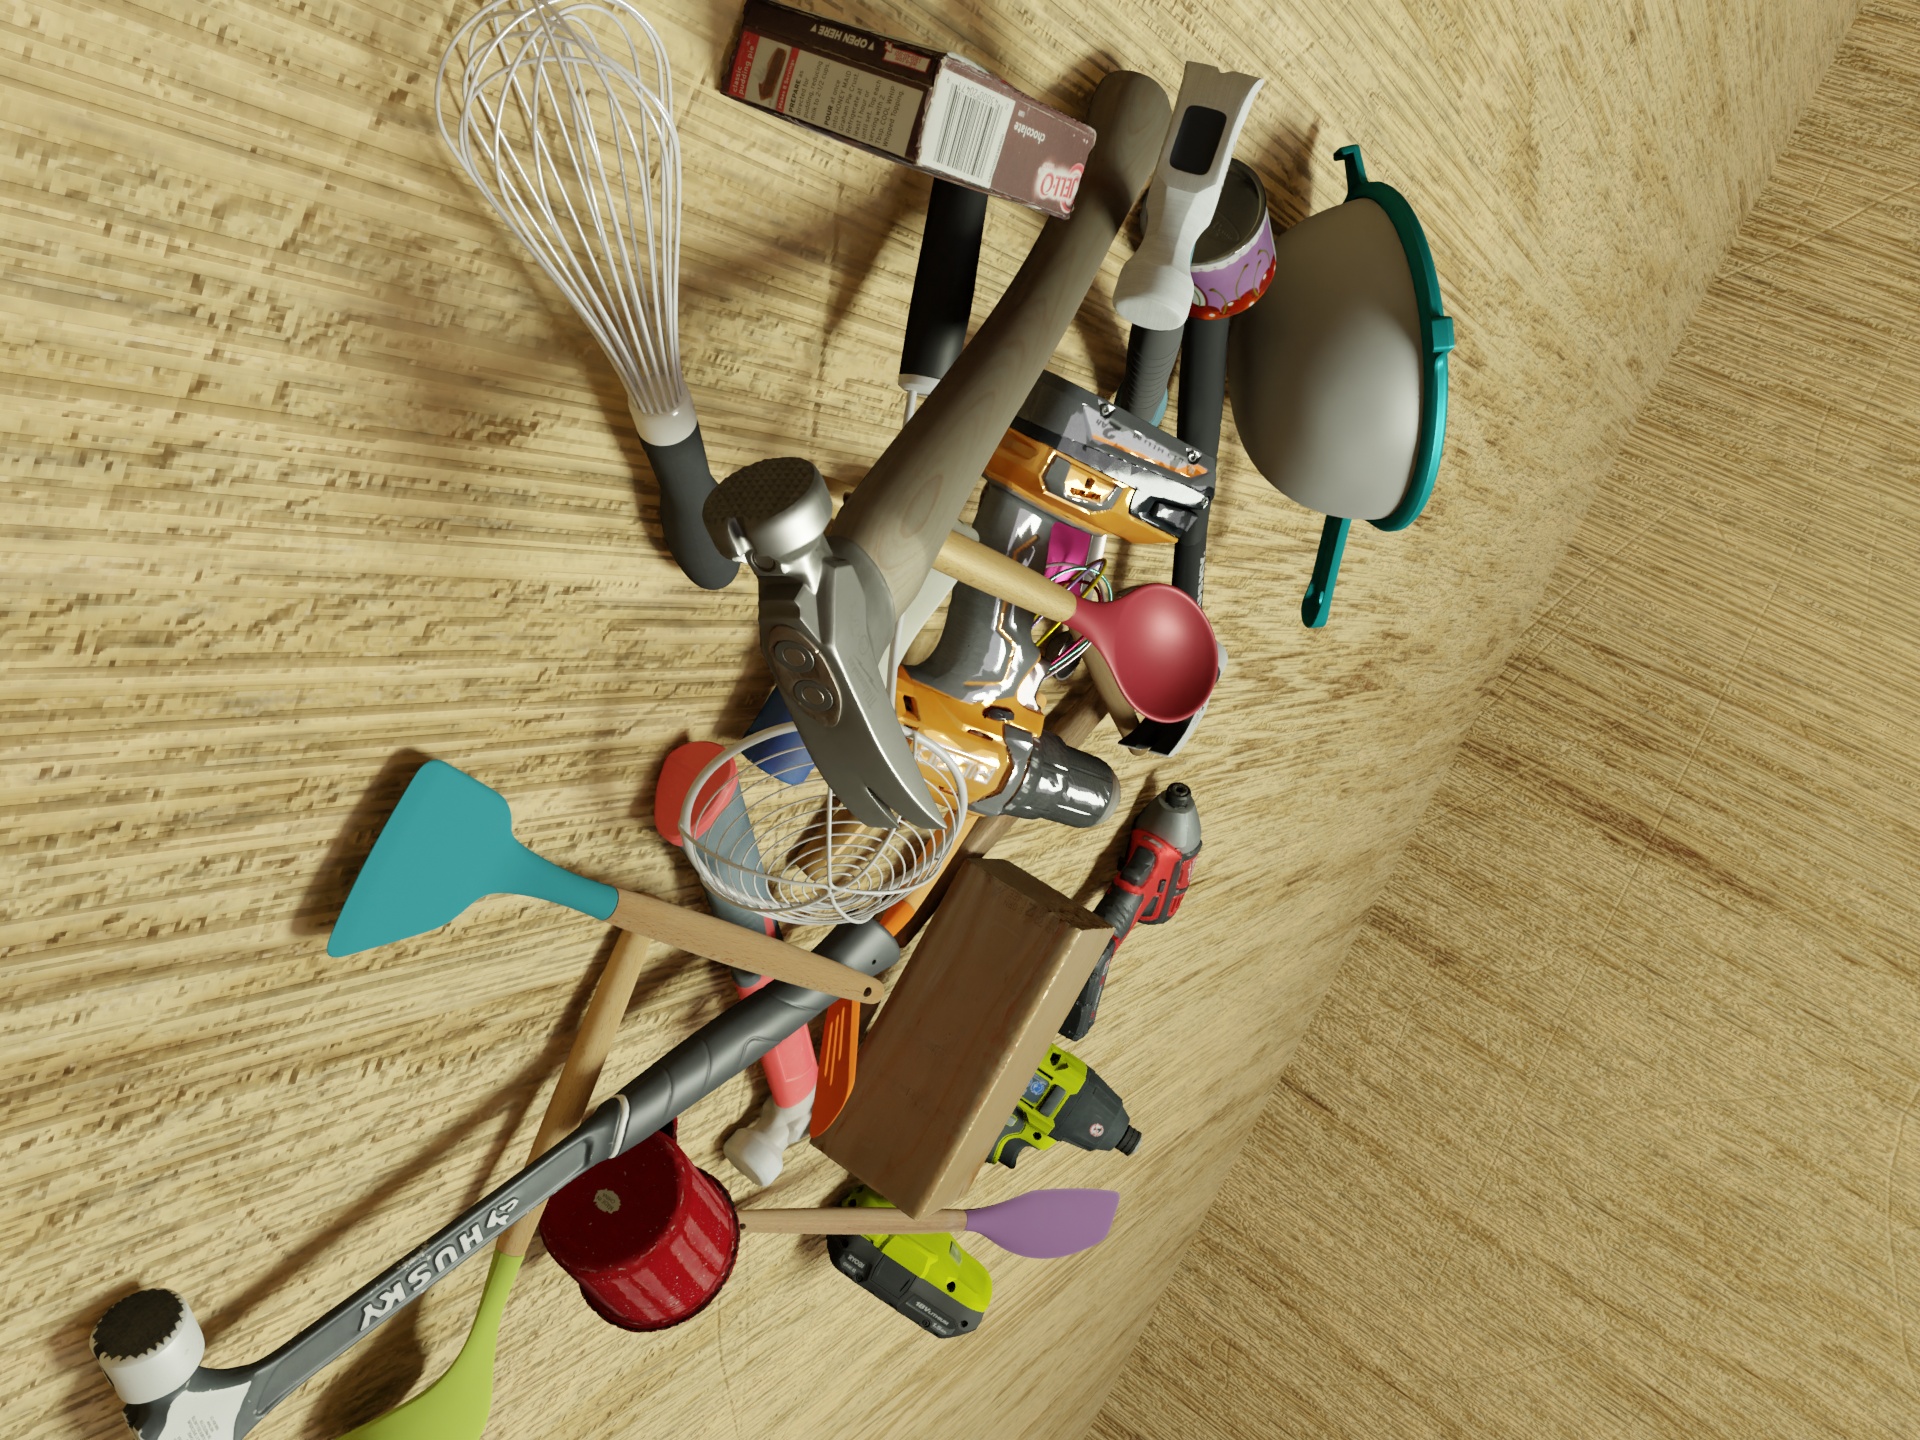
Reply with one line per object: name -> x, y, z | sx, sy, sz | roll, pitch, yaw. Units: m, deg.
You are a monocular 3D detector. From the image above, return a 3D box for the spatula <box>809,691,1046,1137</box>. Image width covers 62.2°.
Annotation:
spatula -> -0.015, 0.099, 0.948 | 0.323, 0.041, 0.081 | -56, 180, -35

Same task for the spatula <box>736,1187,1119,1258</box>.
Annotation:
spatula -> -0.022, 0.352, 1.112 | 0.315, 0.018, 0.059 | 10, 104, -29

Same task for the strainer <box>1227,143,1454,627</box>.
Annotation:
strainer -> 0.218, -0.176, 1.026 | 0.095, 0.211, 0.340 | -7, 141, -4

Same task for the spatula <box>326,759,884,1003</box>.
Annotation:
spatula -> -0.133, 0.094, 0.706 | 0.317, 0.044, 0.082 | 28, 89, -47

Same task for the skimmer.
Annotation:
skimmer -> -0.036, -0.084, 0.694 | 0.127, 0.090, 0.363 | 9, 93, -22

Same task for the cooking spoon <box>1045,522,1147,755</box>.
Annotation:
cooking spoon -> 0.075, -0.057, 0.983 | 0.069, 0.017, 0.318 | -41, 145, -6

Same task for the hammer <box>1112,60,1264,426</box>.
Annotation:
hammer -> 0.097, -0.200, 0.765 | 0.331, 0.033, 0.128 | 66, 41, -84

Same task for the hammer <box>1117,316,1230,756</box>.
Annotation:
hammer -> 0.144, -0.129, 0.997 | 0.146, 0.035, 0.334 | -53, 150, -47

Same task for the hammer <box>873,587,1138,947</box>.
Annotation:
hammer -> 0.056, 0.027, 1.078 | 0.331, 0.031, 0.130 | -46, 154, -27

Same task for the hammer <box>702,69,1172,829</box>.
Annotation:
hammer -> 0.023, -0.143, 0.639 | 0.411, 0.038, 0.146 | -64, 144, -41

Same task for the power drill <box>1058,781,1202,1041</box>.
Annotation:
power drill -> 0.130, 0.149, 1.317 | 0.220, 0.079, 0.143 | -40, 150, -43

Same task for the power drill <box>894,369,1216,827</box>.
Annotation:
power drill -> 0.045, -0.051, 0.828 | 0.185, 0.084, 0.226 | 20, 102, -33

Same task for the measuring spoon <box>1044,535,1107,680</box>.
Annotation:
measuring spoon -> 0.074, -0.085, 1.010 | 0.034, 0.018, 0.124 | -21, 129, -53

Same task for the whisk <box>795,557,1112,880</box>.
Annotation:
whisk -> -0.002, -0.003, 0.895 | 0.245, 0.047, 0.051 | -46, 133, -6

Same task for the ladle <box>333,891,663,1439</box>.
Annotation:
ladle -> -0.219, 0.228, 0.776 | 0.320, 0.062, 0.078 | -68, 160, 2

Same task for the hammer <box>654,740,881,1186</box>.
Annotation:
hammer -> -0.100, 0.126, 0.880 | 0.143, 0.038, 0.385 | -47, 154, -28

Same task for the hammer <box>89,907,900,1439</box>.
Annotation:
hammer -> -0.177, 0.206, 0.743 | 0.409, 0.036, 0.149 | -32, 132, -37

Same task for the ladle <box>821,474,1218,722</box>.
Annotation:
ladle -> 0.033, -0.055, 0.699 | 0.315, 0.031, 0.069 | 18, 77, -54

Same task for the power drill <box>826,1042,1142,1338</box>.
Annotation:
power drill -> 0.016, 0.341, 1.200 | 0.223, 0.171, 0.080 | -56, 178, 5

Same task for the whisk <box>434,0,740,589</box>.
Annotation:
whisk -> -0.110, -0.129, 0.548 | 0.070, 0.070, 0.284 | -49, 160, -21
